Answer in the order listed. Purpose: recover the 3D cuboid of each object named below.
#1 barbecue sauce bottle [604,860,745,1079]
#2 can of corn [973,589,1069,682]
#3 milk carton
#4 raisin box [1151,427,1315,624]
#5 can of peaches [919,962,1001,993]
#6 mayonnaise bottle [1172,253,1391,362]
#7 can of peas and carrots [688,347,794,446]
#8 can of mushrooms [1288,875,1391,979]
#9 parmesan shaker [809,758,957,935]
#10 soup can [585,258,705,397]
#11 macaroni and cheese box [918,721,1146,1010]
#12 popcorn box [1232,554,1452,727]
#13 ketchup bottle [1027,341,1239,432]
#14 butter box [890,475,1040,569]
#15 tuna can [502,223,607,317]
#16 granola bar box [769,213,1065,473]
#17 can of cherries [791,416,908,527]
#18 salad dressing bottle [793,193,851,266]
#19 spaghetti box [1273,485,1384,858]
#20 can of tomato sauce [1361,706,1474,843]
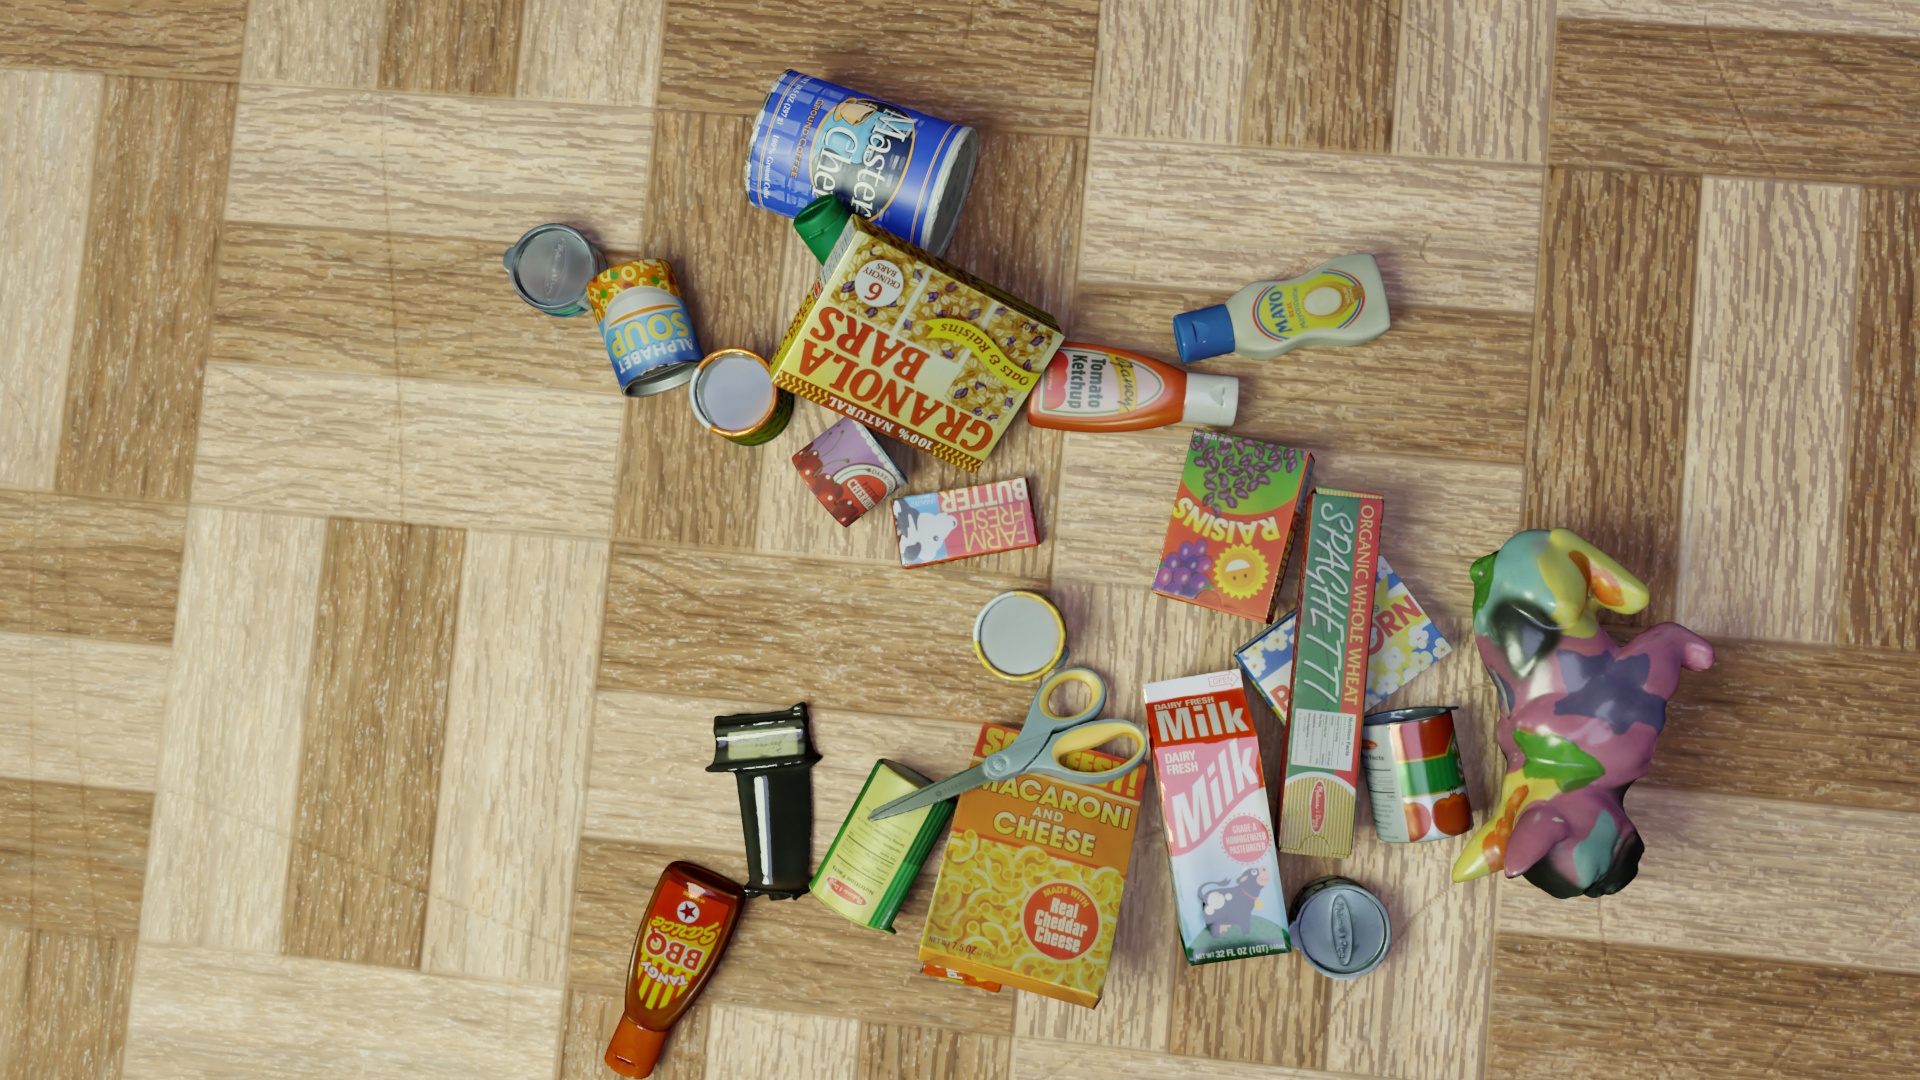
[{"bbox_3d":[-0.211,0.312,1.004,0.065,0.043,0.148,23,89,4],"label":"barbecue sauce bottle"},{"bbox_3d":[0.045,0.069,0.993,0.071,0.058,0.071,0,87,4],"label":"can of corn"},{"bbox_3d":[0.176,0.189,0.970,0.072,0.073,0.190,-9,86,4],"label":"milk carton"},{"bbox_3d":[0.194,-0.010,0.986,0.086,0.040,0.123,15,88,21],"label":"raisin box"},{"bbox_3d":[0.007,0.280,0.977,0.058,0.071,0.071,14,88,3],"label":"can of peaches"},{"bbox_3d":[0.230,-0.161,1.003,0.148,0.041,0.065,-13,87,2],"label":"mayonnaise bottle"},{"bbox_3d":[-0.157,-0.106,1.017,0.071,0.058,0.071,0,87,4],"label":"can of peas and carrots"},{"bbox_3d":[0.264,0.272,0.979,0.071,0.033,0.071,0,87,4],"label":"can of mushrooms"},{"bbox_3d":[-0.052,0.216,0.987,0.071,0.071,0.103,29,88,5],"label":"parmesan shaker"},{"bbox_3d":[-0.230,-0.156,1.019,0.071,0.071,0.084,-21,86,3],"label":"soup can"},{"bbox_3d":[0.052,0.221,0.957,0.124,0.040,0.167,15,58,4],"label":"macaroni and cheese box"},{"bbox_3d":[0.270,0.079,0.987,0.127,0.038,0.085,-36,84,1],"label":"popcorn box"},{"bbox_3d":[0.124,-0.107,1.006,0.149,0.043,0.065,6,82,4],"label":"ketchup bottle"},{"bbox_3d":[0.004,-0.013,1.018,0.103,0.024,0.053,-10,85,3],"label":"butter box"},{"bbox_3d":[-0.304,-0.203,1.046,0.071,0.033,0.071,0,87,4],"label":"tuna can"},{"bbox_3d":[-0.031,-0.133,0.963,0.165,0.039,0.123,23,113,-24],"label":"granola bar box"},{"bbox_3d":[-0.079,-0.050,1.003,0.058,0.071,0.071,-37,85,2],"label":"can of cherries"},{"bbox_3d":[-0.061,-0.176,0.983,0.064,0.044,0.147,-20,126,27],"label":"salad dressing bottle"},{"bbox_3d":[0.253,0.089,0.953,0.050,0.028,0.250,6,87,4],"label":"spaghetti box"},{"bbox_3d":[0.317,0.161,0.966,0.071,0.071,0.083,-10,87,3],"label":"can of tomato sauce"}]
